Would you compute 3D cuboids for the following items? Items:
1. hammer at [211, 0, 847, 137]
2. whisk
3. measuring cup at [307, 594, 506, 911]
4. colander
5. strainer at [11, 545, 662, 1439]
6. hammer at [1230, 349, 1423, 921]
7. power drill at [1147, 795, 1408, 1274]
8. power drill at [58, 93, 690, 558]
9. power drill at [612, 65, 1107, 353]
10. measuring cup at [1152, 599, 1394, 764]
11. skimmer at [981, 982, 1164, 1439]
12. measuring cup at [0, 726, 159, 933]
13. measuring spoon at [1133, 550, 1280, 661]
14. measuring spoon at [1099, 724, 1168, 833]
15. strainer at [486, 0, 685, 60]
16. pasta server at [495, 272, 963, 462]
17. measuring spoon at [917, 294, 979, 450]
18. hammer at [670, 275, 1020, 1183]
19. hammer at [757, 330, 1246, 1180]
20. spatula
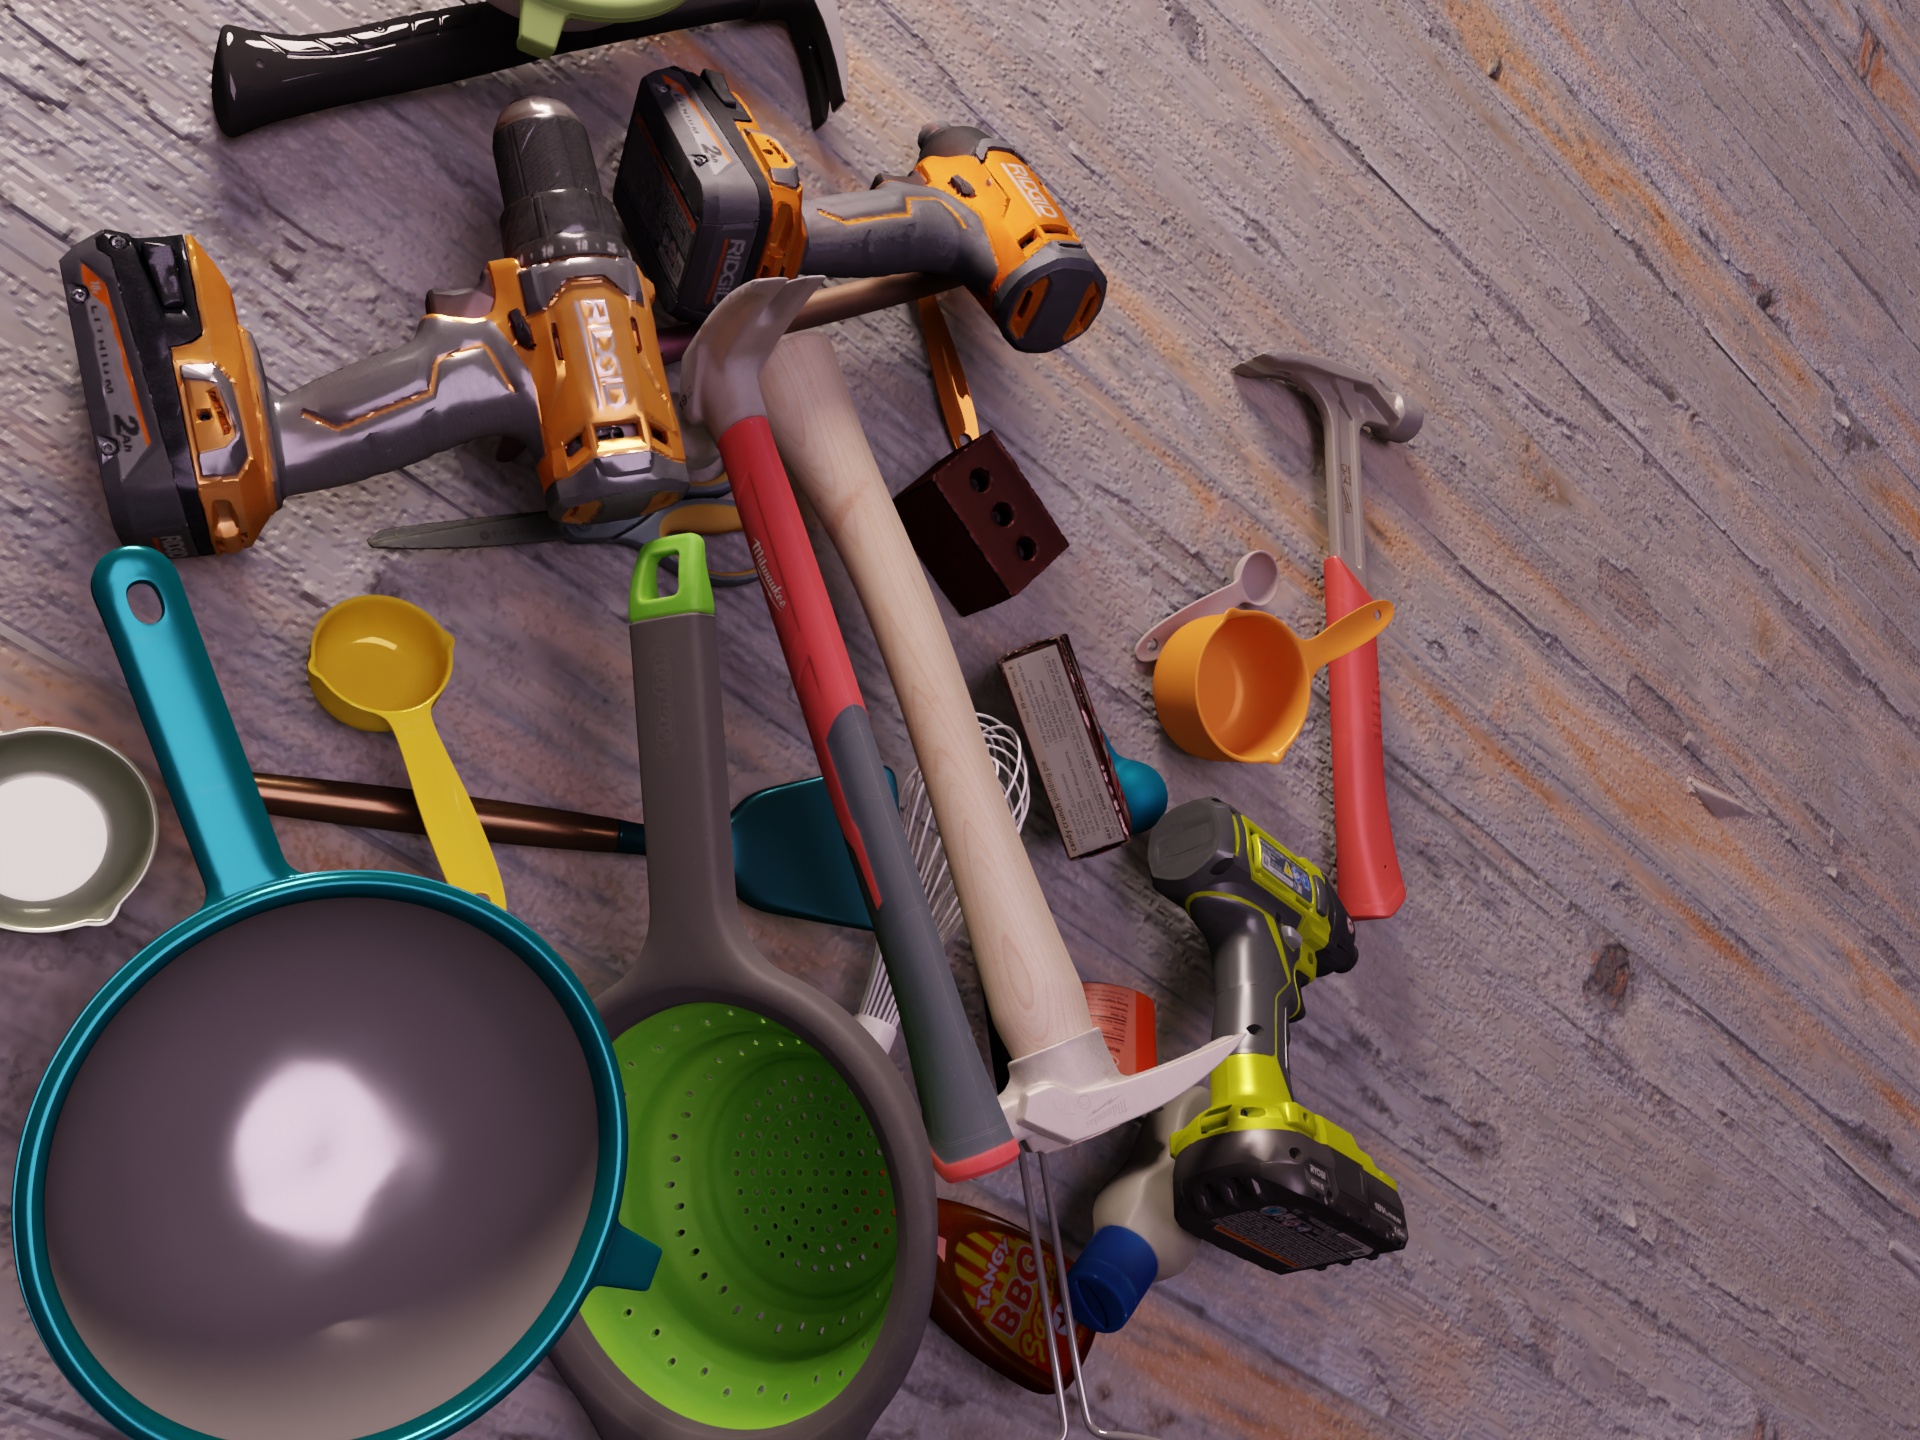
[{"bbox_3d":[-0.198,-0.332,0.772,0.335,0.035,0.146,-31,97,-34],"label":"hammer"},{"bbox_3d":[-0.033,0.124,0.779,0.070,0.070,0.285,32,69,-25],"label":"whisk"},{"bbox_3d":[-0.226,0.021,0.664,0.062,0.029,0.156,-17,76,-37],"label":"measuring cup"},{"bbox_3d":[-0.091,0.121,0.684,0.094,0.204,0.397,6,78,-65],"label":"colander"},{"bbox_3d":[-0.263,0.105,0.602,0.211,0.095,0.340,-21,92,-35],"label":"strainer"},{"bbox_3d":[0.241,-0.055,1.005,0.149,0.037,0.359,8,76,-32],"label":"hammer"},{"bbox_3d":[0.174,0.171,0.859,0.171,0.080,0.223,35,43,-36],"label":"power drill"},{"bbox_3d":[-0.238,-0.164,0.659,0.226,0.084,0.185,-11,87,-22],"label":"power drill"},{"bbox_3d":[-0.053,-0.263,0.806,0.226,0.084,0.164,-4,51,-32],"label":"power drill"},{"bbox_3d":[0.187,-0.035,0.948,0.173,0.052,0.095,-27,103,-31],"label":"measuring cup"},{"bbox_3d":[0.038,0.237,0.725,0.127,0.090,0.364,-11,63,4],"label":"skimmer"},{"bbox_3d":[-0.376,0.065,0.572,0.167,0.038,0.083,-36,101,-31],"label":"measuring cup"},{"bbox_3d":[0.146,-0.067,0.961,0.124,0.018,0.034,-31,112,-27],"label":"measuring spoon"},{"bbox_3d":[0.079,0.008,0.893,0.042,0.021,0.128,-44,106,-32],"label":"measuring spoon"},{"bbox_3d":[-0.153,-0.399,0.753,0.256,0.069,0.151,-37,98,-34],"label":"strainer"},{"bbox_3d":[-0.109,-0.197,0.803,0.316,0.040,0.060,-26,95,-36],"label":"pasta server"},{"bbox_3d":[-0.011,-0.197,0.885,0.021,0.011,0.117,-18,94,-32],"label":"measuring spoon"},{"bbox_3d":[-0.044,0.004,0.686,0.038,0.143,0.386,-13,79,-33],"label":"hammer"},{"bbox_3d":[-0.001,-0.002,0.766,0.146,0.038,0.411,-18,80,-16],"label":"hammer"},{"bbox_3d":[-0.175,0.044,0.705,0.317,0.044,0.082,9,71,-31],"label":"spatula"}]
